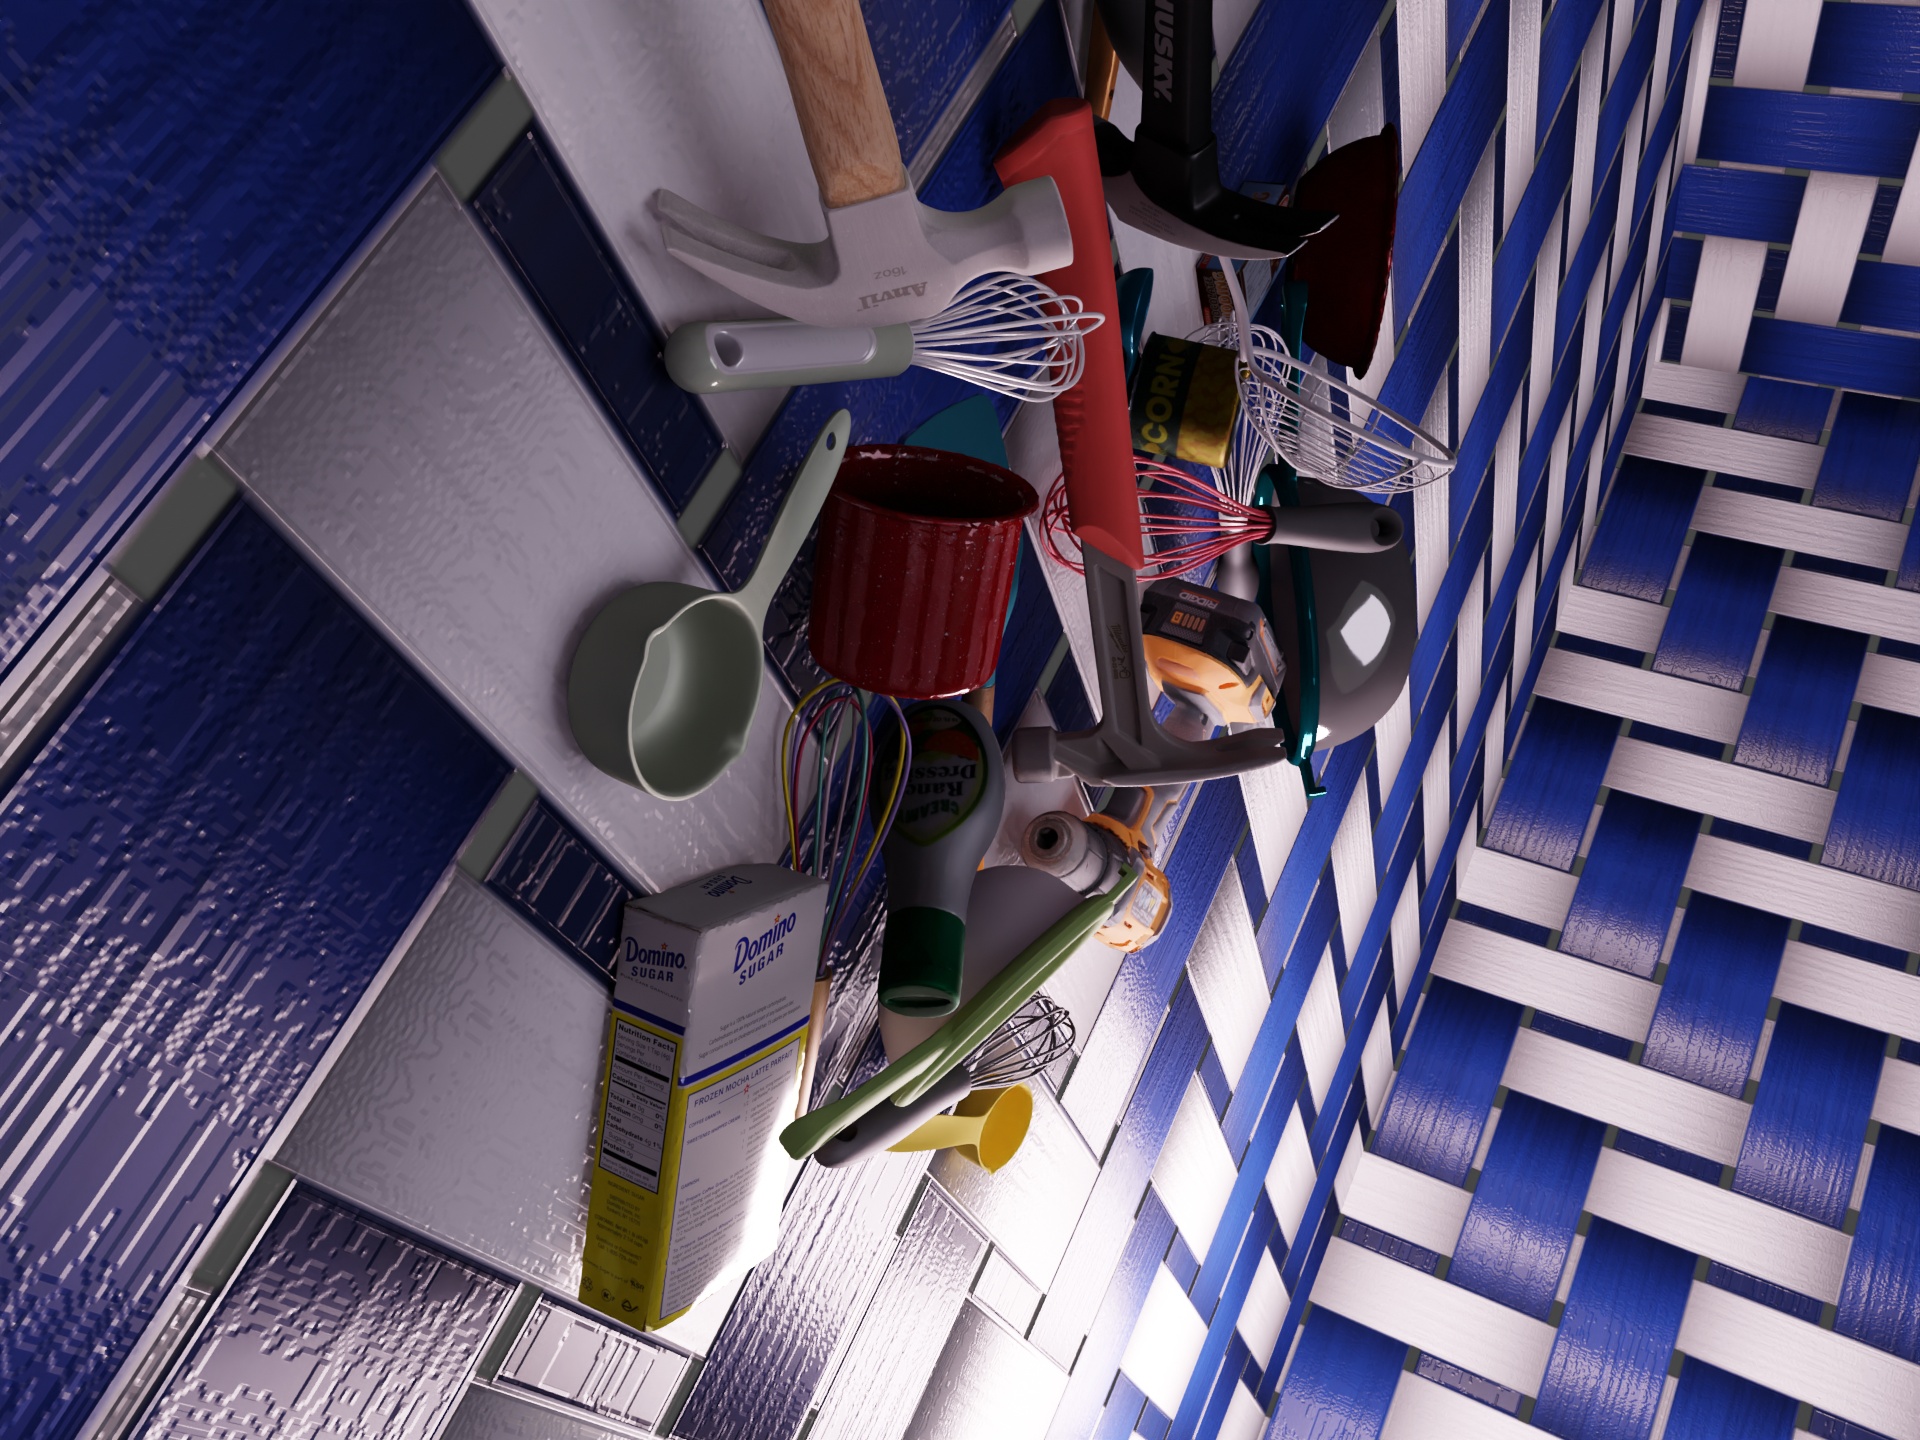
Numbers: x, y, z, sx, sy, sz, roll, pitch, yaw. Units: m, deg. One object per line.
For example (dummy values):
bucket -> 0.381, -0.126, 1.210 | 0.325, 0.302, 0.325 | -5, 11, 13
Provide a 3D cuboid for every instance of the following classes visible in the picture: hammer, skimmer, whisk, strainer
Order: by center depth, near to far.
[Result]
hammer -> -0.056, -0.241, 0.432 | 0.331, 0.130, 0.031 | 71, 4, -52
hammer -> 0.087, -0.323, 0.600 | 0.035, 0.146, 0.334 | -41, 150, -21
whisk -> -0.022, -0.150, 0.633 | 0.246, 0.059, 0.058 | -20, 95, -49
whisk -> -0.069, 0.092, 0.716 | 0.047, 0.051, 0.245 | -5, 116, -39
skimmer -> 0.147, -0.259, 0.769 | 0.362, 0.090, 0.127 | 60, 5, -33
strainer -> -0.023, 0.133, 0.770 | 0.151, 0.069, 0.256 | -50, 166, 29
hammer -> 0.078, -0.120, 0.787 | 0.037, 0.149, 0.358 | -82, 165, -56
whisk -> -0.006, 0.200, 0.896 | 0.239, 0.055, 0.055 | -14, 118, -55
whisk -> 0.161, -0.114, 0.917 | 0.295, 0.073, 0.073 | -4, 110, -38
whisk -> 0.178, -0.157, 1.040 | 0.070, 0.070, 0.284 | -61, 157, -24
strainer -> 0.258, -0.130, 1.069 | 0.211, 0.095, 0.340 | -89, 174, -58

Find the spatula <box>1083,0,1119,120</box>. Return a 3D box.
spatula -> 0.075, -0.434, 0.700 | 0.081, 0.041, 0.322 | -38, 141, -52

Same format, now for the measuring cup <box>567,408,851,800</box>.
measuring cup -> -0.089, -0.051, 0.585 | 0.168, 0.038, 0.083 | -65, 153, -21

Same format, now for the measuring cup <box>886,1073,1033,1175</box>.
measuring cup -> -0.011, 0.237, 0.938 | 0.156, 0.029, 0.062 | 16, 91, -53

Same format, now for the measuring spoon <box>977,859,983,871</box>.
measuring spoon -> 0.005, 0.080, 0.884 | 0.021, 0.011, 0.116 | -51, 144, -57

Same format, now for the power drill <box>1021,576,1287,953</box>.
power drill -> 0.116, 0.026, 0.996 | 0.226, 0.084, 0.185 | -64, 152, -8

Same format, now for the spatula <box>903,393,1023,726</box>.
spatula -> -0.001, -0.003, 0.807 | 0.082, 0.044, 0.317 | -43, 146, -49

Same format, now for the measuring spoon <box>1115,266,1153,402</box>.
measuring spoon -> 0.083, -0.188, 0.874 | 0.042, 0.021, 0.128 | -60, 163, -53
